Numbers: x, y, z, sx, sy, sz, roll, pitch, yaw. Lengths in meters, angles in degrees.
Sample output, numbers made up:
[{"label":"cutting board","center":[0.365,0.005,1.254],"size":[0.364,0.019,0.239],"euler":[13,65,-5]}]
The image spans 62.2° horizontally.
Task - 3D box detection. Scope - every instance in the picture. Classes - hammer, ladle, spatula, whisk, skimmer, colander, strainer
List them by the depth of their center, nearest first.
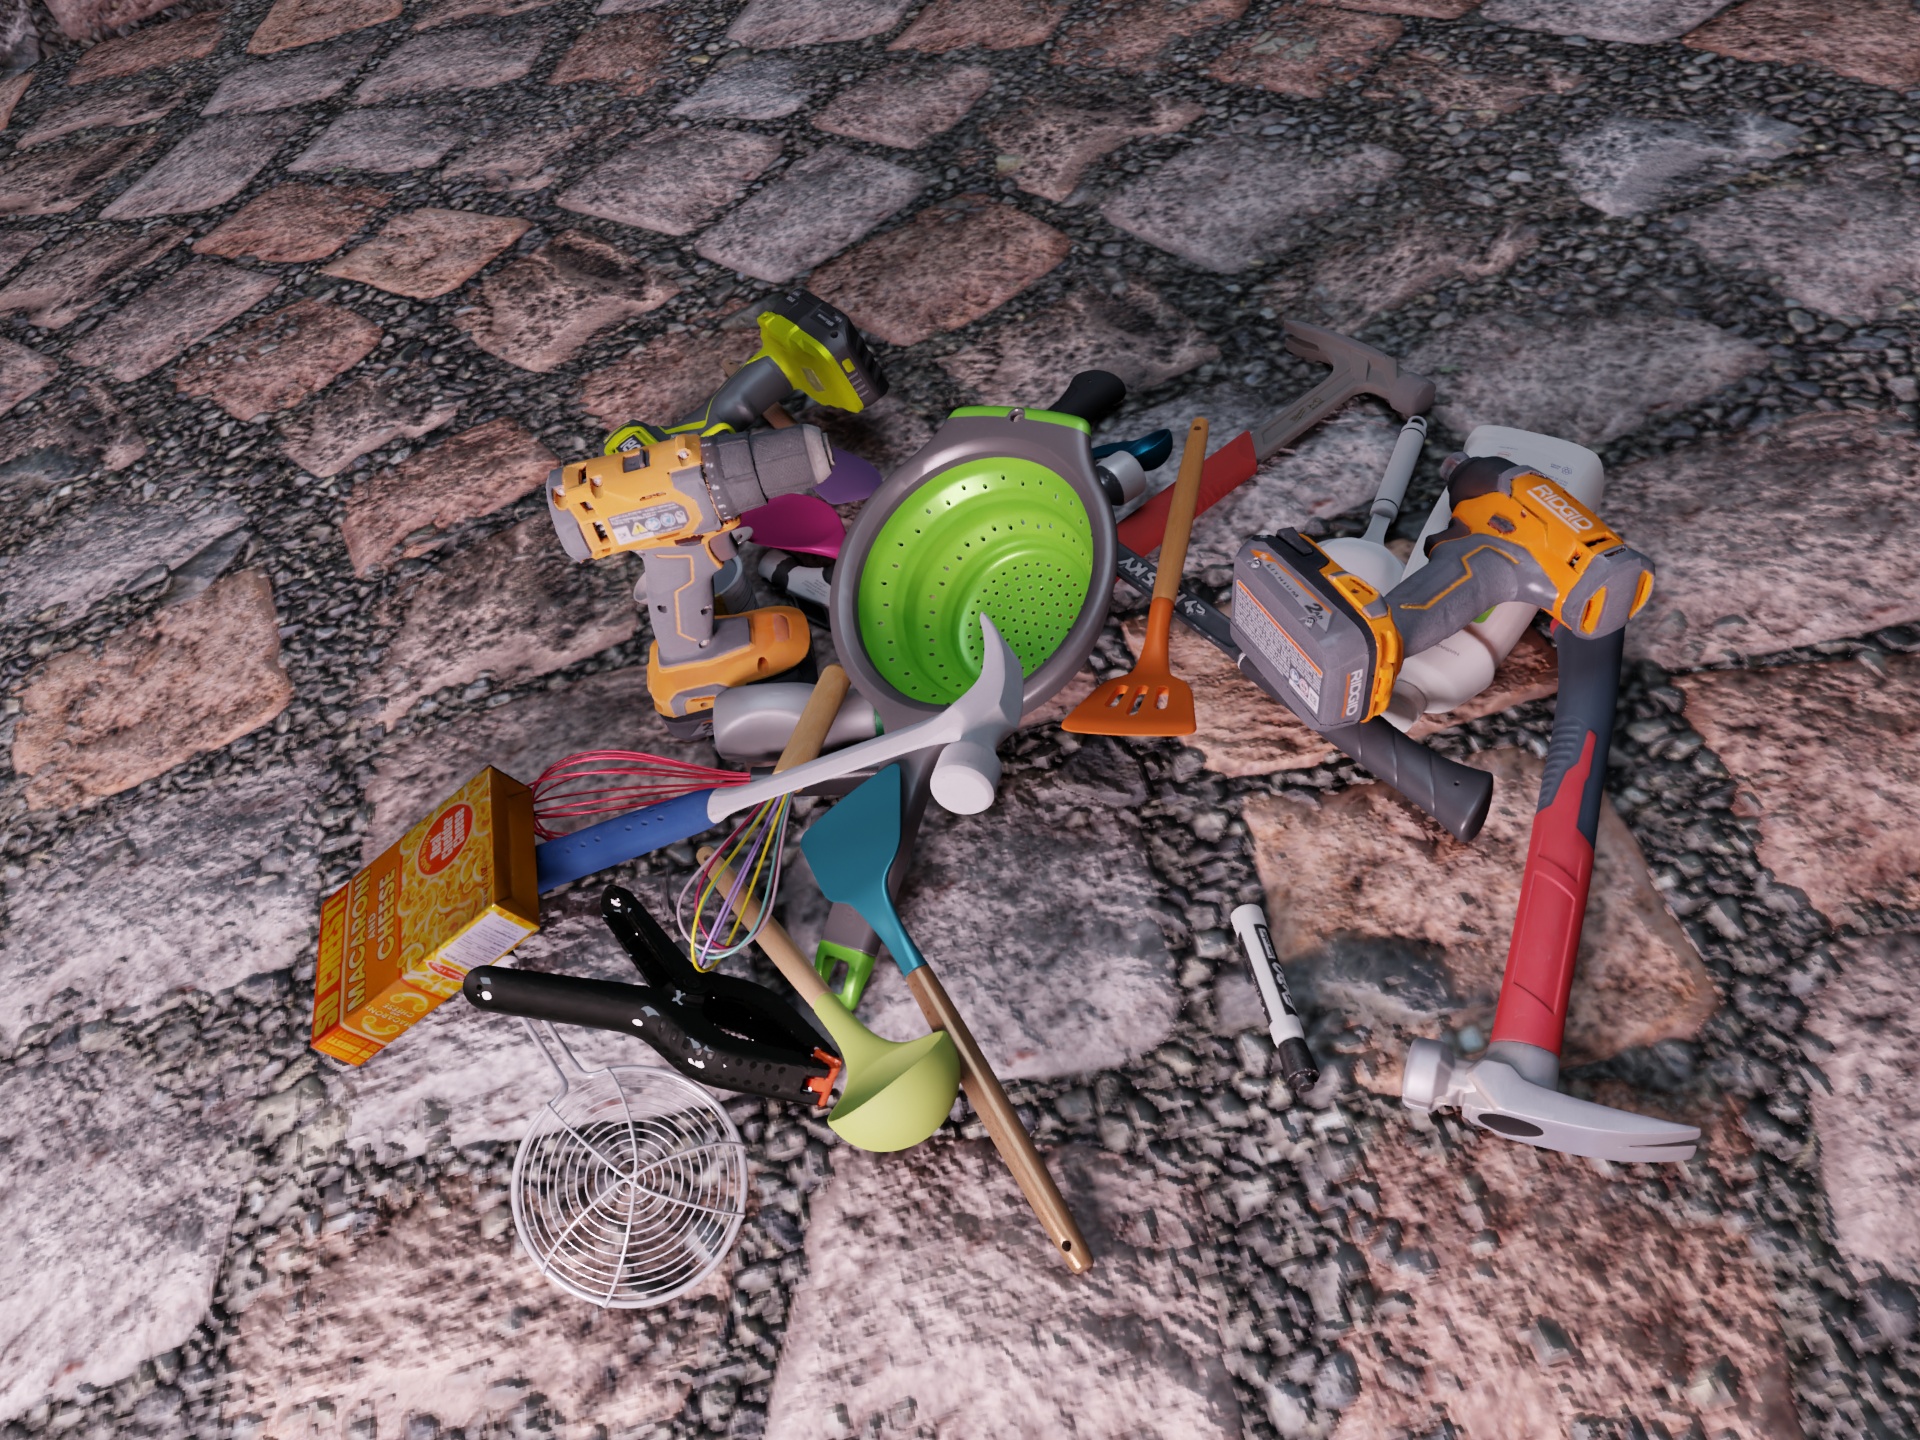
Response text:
[{"label":"spatula","center":[-0.006,0.163,0.897],"size":[0.082,0.044,0.318],"euler":[-38,63,14]},{"label":"hammer","center":[0.365,0.070,0.920],"size":[0.143,0.038,0.386],"euler":[10,51,22]},{"label":"ladle","center":[-0.096,0.144,0.935],"size":[0.078,0.062,0.320],"euler":[-36,38,-12]},{"label":"hammer","center":[-0.134,0.044,0.952],"size":[0.405,0.035,0.144],"euler":[-19,32,31]},{"label":"skimmer","center":[-0.251,0.203,0.970],"size":[0.127,0.090,0.364],"euler":[-30,37,-20]},{"label":"whisk","center":[-0.116,0.053,0.996],"size":[0.051,0.047,0.245],"euler":[-16,38,37]},{"label":"colander","center":[-0.002,-0.003,1.025],"size":[0.205,0.094,0.397],"euler":[12,79,32]},{"label":"hammer","center":[0.178,-0.048,1.036],"size":[0.149,0.036,0.409],"euler":[-34,49,-17]},{"label":"spatula","center":[0.136,-0.099,1.043],"size":[0.081,0.041,0.323],"euler":[2,49,17]},{"label":"whisk","center":[-0.159,0.045,1.075],"size":[0.296,0.073,0.073],"euler":[-6,46,2]},{"label":"strainer","center":[0.301,-0.146,1.143],"size":[0.087,0.050,0.259],"euler":[21,51,11]},{"label":"hammer","center":[0.190,-0.191,1.216],"size":[0.359,0.036,0.149],"euler":[-37,49,-20]},{"label":"hammer","center":[0.009,-0.179,1.256],"size":[0.335,0.035,0.146],"euler":[-40,49,-22]},{"label":"spatula","center":[-0.145,-0.251,1.357],"size":[0.059,0.018,0.316],"euler":[-16,37,-21]}]

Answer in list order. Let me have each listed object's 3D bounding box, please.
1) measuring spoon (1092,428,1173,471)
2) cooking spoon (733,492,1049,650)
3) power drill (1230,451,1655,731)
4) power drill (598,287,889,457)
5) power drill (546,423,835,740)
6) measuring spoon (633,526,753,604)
[{"label":"measuring spoon","center":[0.125,-0.202,1.229],"size":[0.042,0.021,0.129],"euler":[-38,18,-16]},{"label":"cooking spoon","center":[-0.057,-0.111,1.171],"size":[0.319,0.017,0.069],"euler":[27,54,36]},{"label":"power drill","center":[0.283,-0.093,0.979],"size":[0.226,0.084,0.164],"euler":[-20,46,-13]},{"label":"power drill","center":[-0.176,-0.243,1.294],"size":[0.223,0.080,0.171],"euler":[-40,40,-6]},{"label":"power drill","center":[-0.158,-0.101,1.092],"size":[0.185,0.226,0.084],"euler":[-15,46,1]},{"label":"measuring spoon","center":[-0.206,-0.120,1.243],"size":[0.124,0.018,0.034],"euler":[-23,47,28]}]
